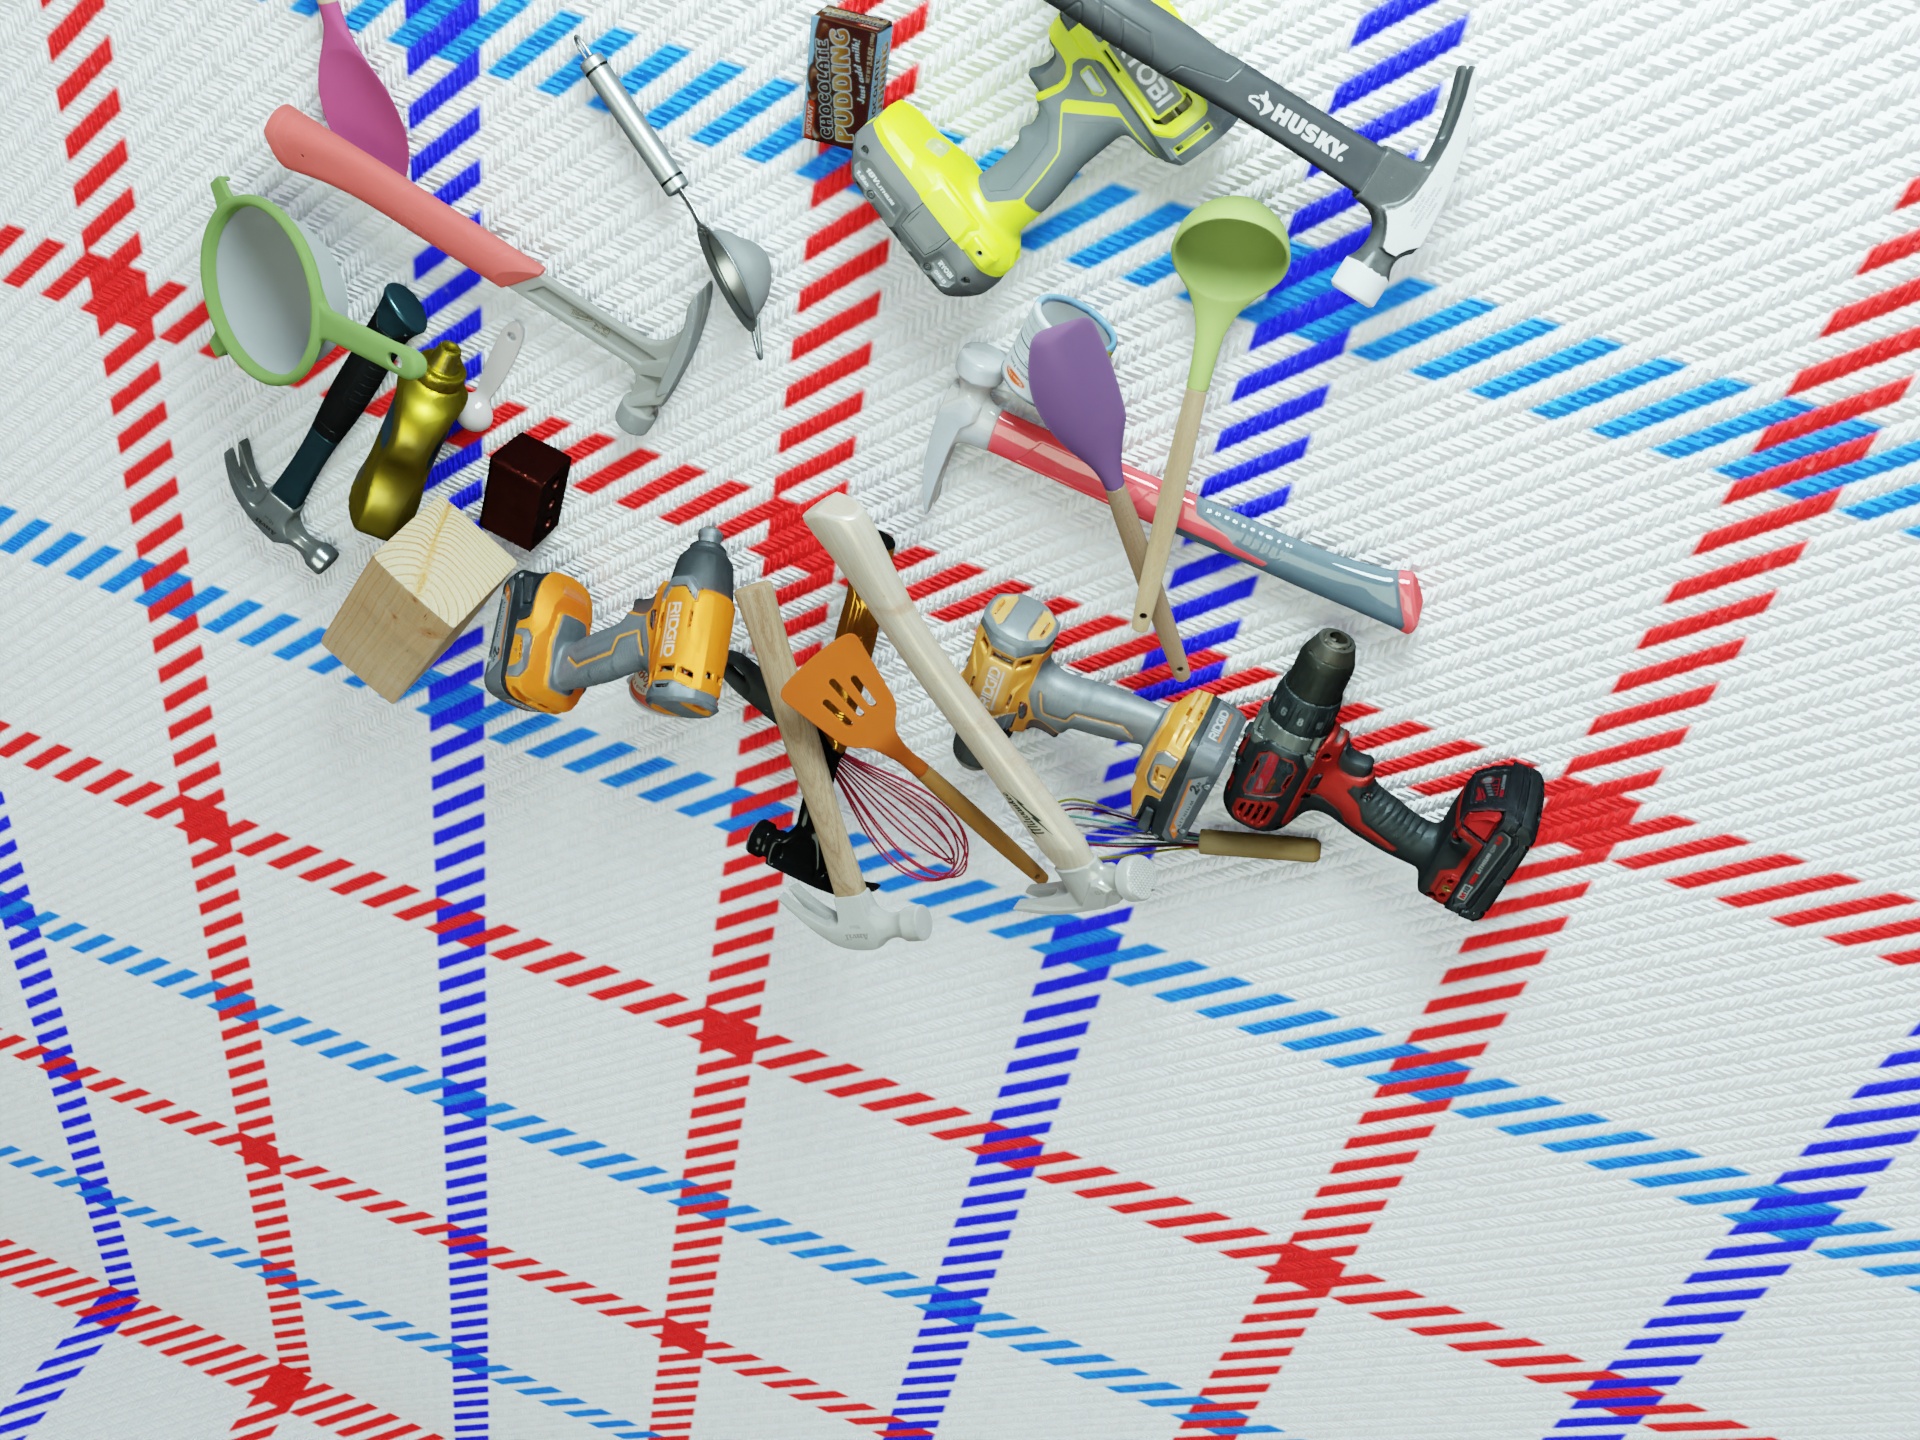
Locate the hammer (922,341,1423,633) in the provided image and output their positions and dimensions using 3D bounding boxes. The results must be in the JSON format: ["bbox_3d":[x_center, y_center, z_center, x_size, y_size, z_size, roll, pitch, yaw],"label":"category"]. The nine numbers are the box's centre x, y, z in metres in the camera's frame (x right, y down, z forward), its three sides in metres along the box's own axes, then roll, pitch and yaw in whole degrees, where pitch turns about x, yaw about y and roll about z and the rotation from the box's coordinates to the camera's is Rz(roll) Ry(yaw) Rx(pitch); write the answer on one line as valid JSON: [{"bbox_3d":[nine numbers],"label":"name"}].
[{"bbox_3d":[0.158,-0.145,1.193,0.386,0.038,0.143,25,132,4],"label":"hammer"}]

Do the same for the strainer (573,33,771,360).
[{"bbox_3d":[-0.202,-0.386,1.163,0.258,0.050,0.087,55,170,-14],"label":"strainer"}]

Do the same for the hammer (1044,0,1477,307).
[{"bbox_3d":[0.151,-0.393,0.950,0.334,0.035,0.146,27,111,-11],"label":"hammer"}]

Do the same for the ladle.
[{"bbox_3d":[0.158,-0.201,1.104,0.078,0.062,0.320,12,118,4],"label":"ladle"}]

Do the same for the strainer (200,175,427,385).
[{"bbox_3d":[-0.507,-0.332,1.287,0.256,0.069,0.151,27,121,22],"label":"strainer"}]

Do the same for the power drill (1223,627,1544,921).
[{"bbox_3d":[0.332,0.039,1.234,0.227,0.080,0.187,24,130,8],"label":"power drill"}]

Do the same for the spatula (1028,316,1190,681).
[{"bbox_3d":[0.118,-0.149,1.160,0.060,0.018,0.315,-17,126,13],"label":"spatula"}]

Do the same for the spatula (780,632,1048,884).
[{"bbox_3d":[-0.021,0.050,1.361,0.081,0.041,0.322,-41,126,8],"label":"spatula"}]

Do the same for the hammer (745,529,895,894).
[{"bbox_3d":[-0.099,-0.003,1.360,0.127,0.034,0.336,23,118,17],"label":"hammer"}]

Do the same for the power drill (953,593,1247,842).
[{"bbox_3d":[0.099,0.012,1.309,0.226,0.084,0.185,27,138,7],"label":"power drill"}]

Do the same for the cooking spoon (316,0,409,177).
[{"bbox_3d":[-0.472,-0.554,1.165,0.069,0.017,0.318,4,127,19],"label":"cooking spoon"}]

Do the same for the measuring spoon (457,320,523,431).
[{"bbox_3d":[-0.395,-0.286,1.331,0.034,0.018,0.124,38,129,-7],"label":"measuring spoon"}]

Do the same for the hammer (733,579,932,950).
[{"bbox_3d":[-0.129,0.042,1.355,0.130,0.031,0.331,-10,104,30],"label":"hammer"}]

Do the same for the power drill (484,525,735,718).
[{"bbox_3d":[-0.292,-0.084,1.370,0.226,0.164,0.084,-1,163,29],"label":"power drill"}]

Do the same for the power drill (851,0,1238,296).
[{"bbox_3d":[0.044,-0.396,1.032,0.223,0.080,0.171,-30,110,32],"label":"power drill"}]

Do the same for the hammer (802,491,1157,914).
[{"bbox_3d":[-0.002,-0.004,1.286,0.146,0.038,0.410,-16,116,47],"label":"hammer"}]

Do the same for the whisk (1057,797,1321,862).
[{"bbox_3d":[0.184,0.098,1.363,0.245,0.047,0.051,4,138,15],"label":"whisk"}]

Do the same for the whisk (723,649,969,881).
[{"bbox_3d":[-0.107,0.041,1.433,0.296,0.073,0.073,43,129,-3],"label":"whisk"}]

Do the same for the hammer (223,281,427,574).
[{"bbox_3d":[-0.553,-0.263,1.406,0.128,0.033,0.331,42,129,-12],"label":"hammer"}]

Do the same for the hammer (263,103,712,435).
[{"bbox_3d":[-0.370,-0.372,1.236,0.359,0.037,0.149,32,131,-6],"label":"hammer"}]
